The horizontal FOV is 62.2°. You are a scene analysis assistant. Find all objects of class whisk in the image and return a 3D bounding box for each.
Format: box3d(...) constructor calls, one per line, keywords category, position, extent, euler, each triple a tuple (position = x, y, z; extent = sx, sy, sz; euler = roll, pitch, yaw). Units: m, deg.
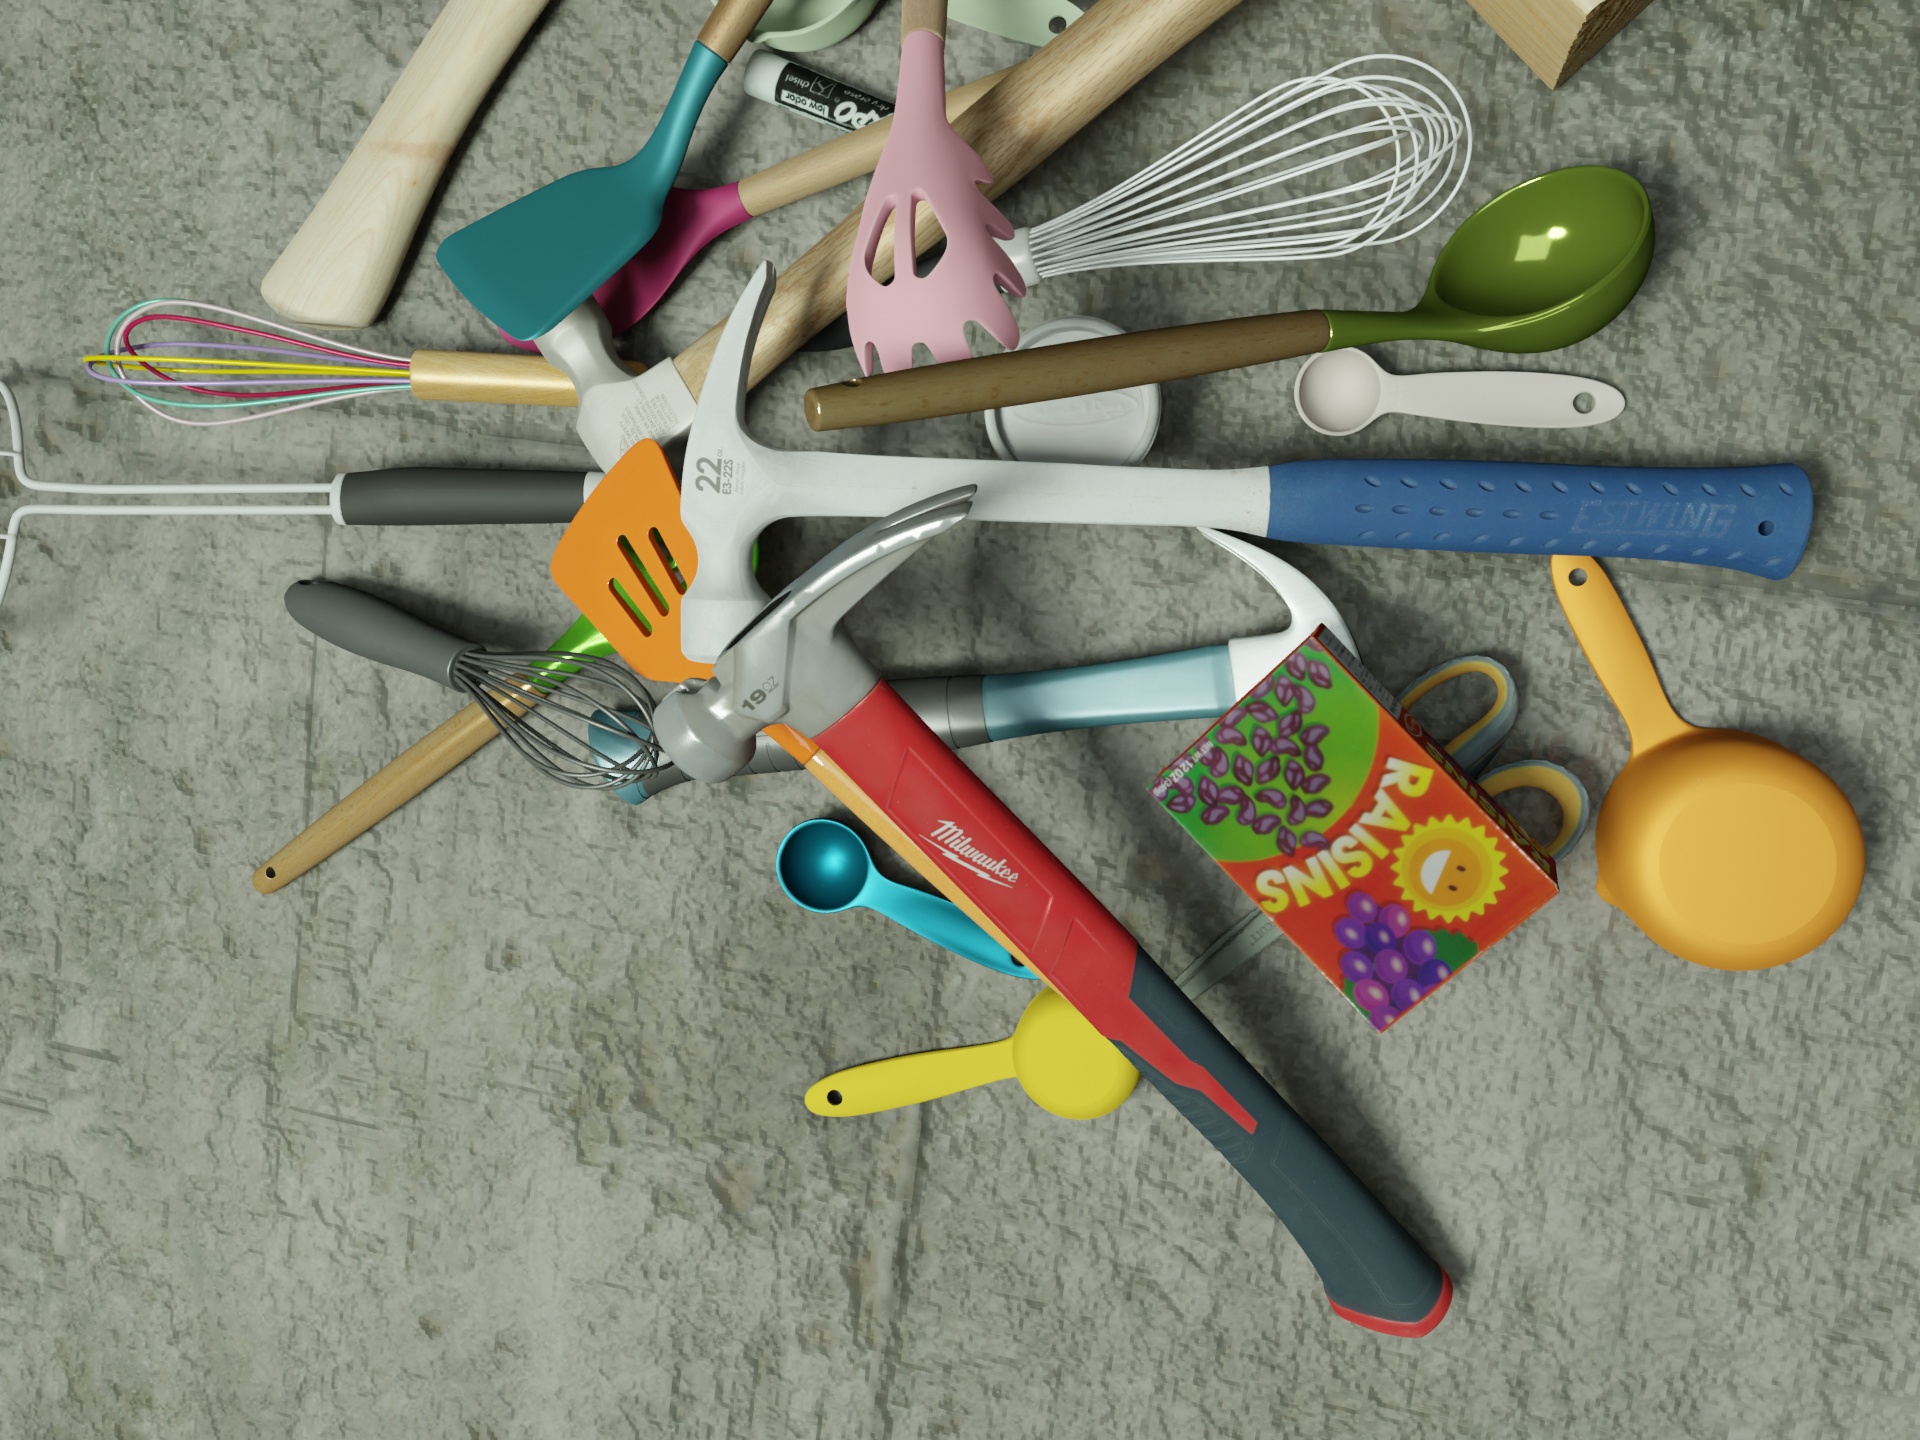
box3d(category="whisk", position=(0.053, -0.188, 0.622), extent=(0.284, 0.070, 0.070), euler=(-11, 93, 19))
box3d(category="whisk", position=(-0.256, -0.153, 0.691), extent=(0.245, 0.047, 0.051), euler=(3, 68, 1))
box3d(category="whisk", position=(-0.213, -0.021, 0.679), extent=(0.239, 0.055, 0.055), euler=(20, 101, 30))

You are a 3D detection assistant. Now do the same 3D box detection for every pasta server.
box3d(category="pasta server", position=(-0.010, -0.256, 0.572), extent=(0.060, 0.040, 0.316), euler=(-7, 63, 16))

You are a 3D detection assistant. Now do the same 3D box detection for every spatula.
box3d(category="spatula", position=(-0.086, -0.283, 0.608), extent=(0.082, 0.044, 0.317), euler=(44, 103, 32))
box3d(category="spatula", position=(-0.036, 0.024, 0.638), extent=(0.322, 0.041, 0.081), euler=(42, 119, -4))

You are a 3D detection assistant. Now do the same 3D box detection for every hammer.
box3d(category="hammer", position=(0.101, -0.086, 0.580), extent=(0.405, 0.035, 0.144), euler=(2, 100, 0))
box3d(category="hammer", position=(-0.176, -0.339, 0.667), extent=(0.146, 0.038, 0.410), euler=(44, 104, 7))
box3d(category="hammer", position=(-0.001, -0.002, 0.658), extent=(0.331, 0.033, 0.128), euler=(-7, 88, 16))
box3d(category="hammer", position=(0.070, 0.091, 0.588), extent=(0.143, 0.038, 0.386), euler=(-37, 106, 23))
box3d(category="hammer", position=(-0.016, -0.192, 0.603), extent=(0.331, 0.031, 0.130), euler=(-33, 84, 20))

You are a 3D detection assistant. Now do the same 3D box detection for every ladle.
box3d(category="ladle", position=(0.099, -0.138, 0.530), extent=(0.320, 0.078, 0.062), euler=(-14, 123, -22))

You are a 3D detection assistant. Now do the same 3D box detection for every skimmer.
box3d(category="skimmer", position=(-0.331, -0.096, 0.733), extent=(0.363, 0.090, 0.127), euler=(0, 85, 3))

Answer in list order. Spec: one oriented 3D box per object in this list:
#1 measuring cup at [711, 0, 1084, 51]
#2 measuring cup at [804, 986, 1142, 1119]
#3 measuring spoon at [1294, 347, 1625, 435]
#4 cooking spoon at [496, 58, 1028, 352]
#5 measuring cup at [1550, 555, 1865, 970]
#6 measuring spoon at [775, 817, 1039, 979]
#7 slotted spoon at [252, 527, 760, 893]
box3d(category="measuring cup", position=(-0.024, -0.294, 0.636), extent=(0.167, 0.038, 0.083), euler=(21, 100, 8))
box3d(category="measuring cup", position=(0.003, 0.152, 0.679), extent=(0.156, 0.029, 0.062), euler=(-15, 92, 12))
box3d(category="measuring spoon", position=(0.192, -0.125, 0.617), extent=(0.124, 0.018, 0.034), euler=(4, 97, 6))
box3d(category="cooking spoon", position=(-0.065, -0.221, 0.647), extent=(0.319, 0.017, 0.068), euler=(-14, 96, 22))
box3d(category="measuring cup", position=(0.266, 0.012, 0.590), extent=(0.095, 0.052, 0.173), euler=(-28, 91, 15))
box3d(category="measuring spoon", position=(-0.018, 0.079, 0.688), extent=(0.128, 0.021, 0.042), euler=(25, 103, 0))
box3d(category="slotted spoon", position=(-0.210, -0.007, 0.716), extent=(0.313, 0.031, 0.070), euler=(-34, 85, 16))
